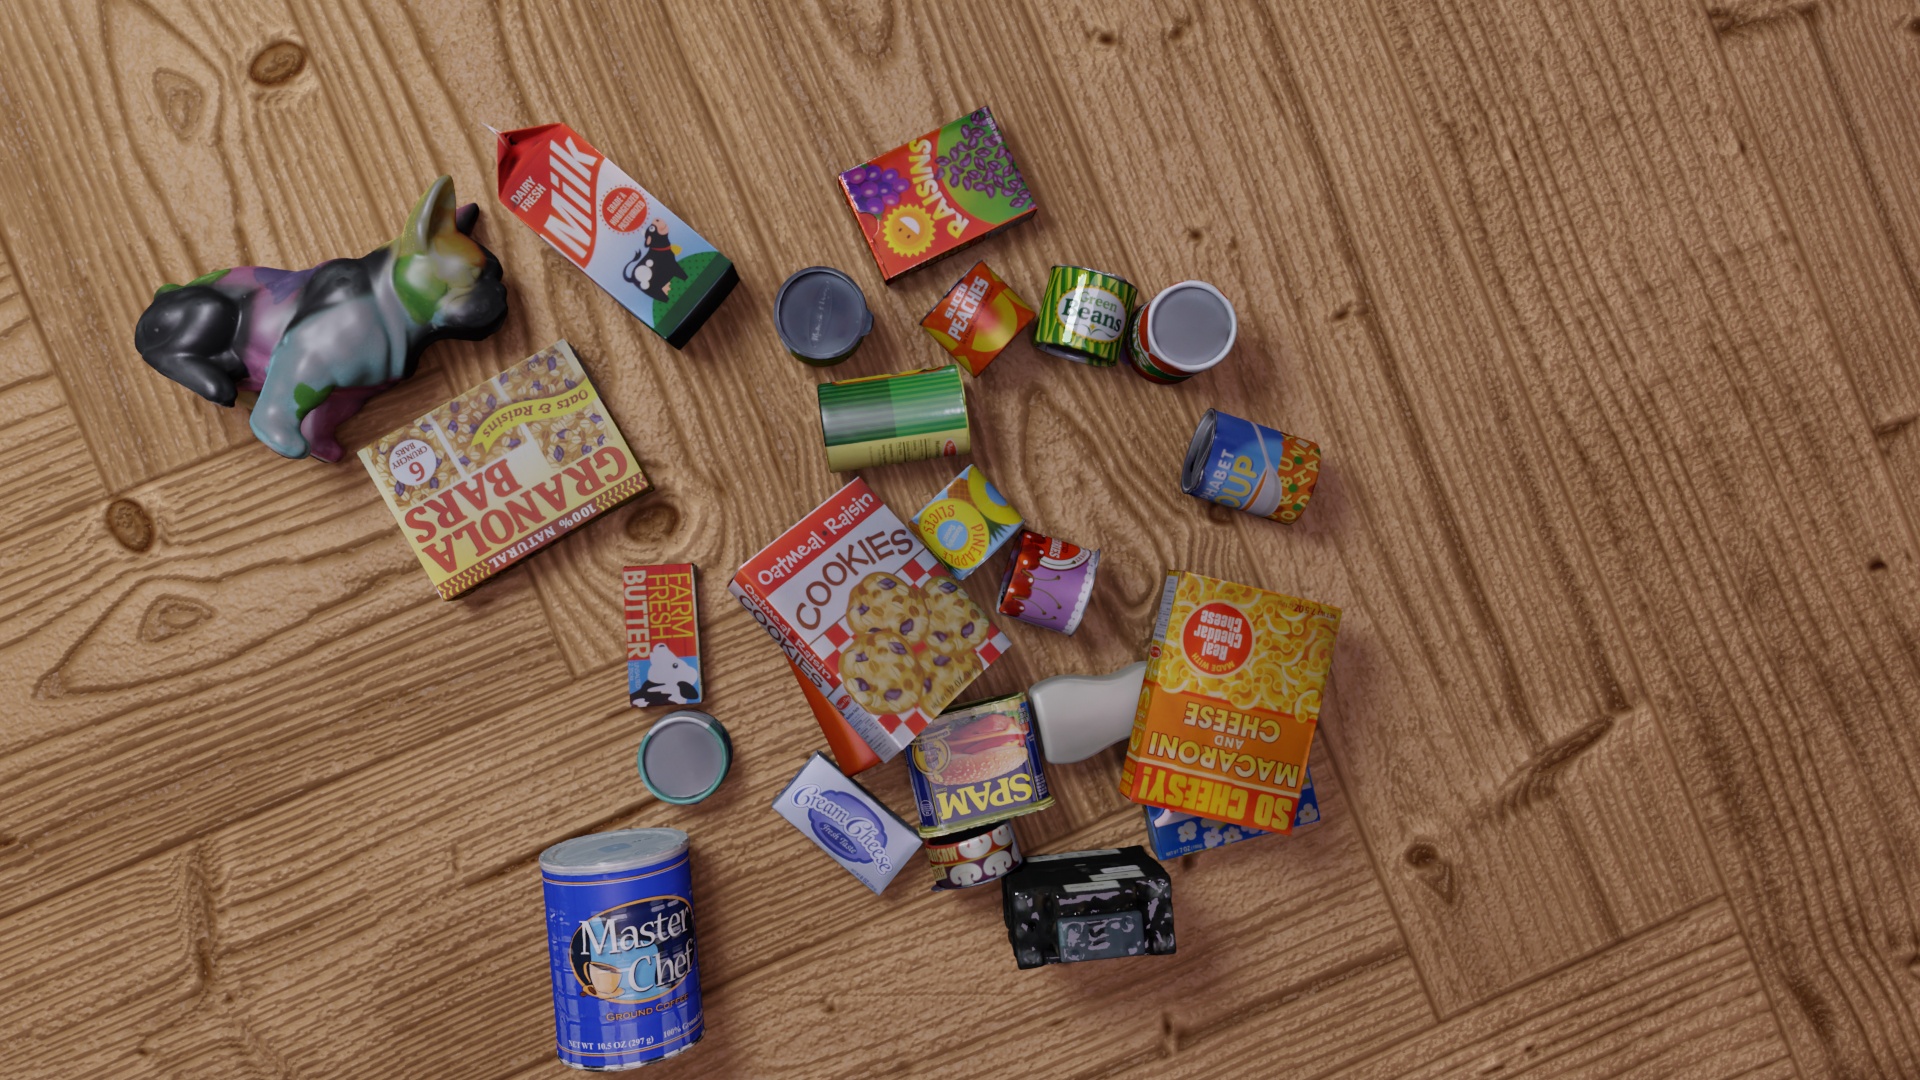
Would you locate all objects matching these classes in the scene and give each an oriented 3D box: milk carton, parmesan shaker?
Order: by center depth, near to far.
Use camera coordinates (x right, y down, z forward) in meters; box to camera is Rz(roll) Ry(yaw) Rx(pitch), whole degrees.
[{"bbox_3d":[-0.255,-0.226,0.987,0.190,0.072,0.073,40,88,-3],"label":"milk carton"},{"bbox_3d":[-0.048,-0.089,1.003,0.103,0.071,0.071,-8,91,-4],"label":"parmesan shaker"}]

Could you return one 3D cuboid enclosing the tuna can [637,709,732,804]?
[{"bbox_3d":[-0.200,0.160,1.011,0.071,0.033,0.071,0,90,-4],"label":"tuna can"}]

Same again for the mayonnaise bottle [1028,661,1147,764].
[{"bbox_3d":[0.128,0.120,1.032,0.148,0.041,0.064,-13,91,-6],"label":"mayonnaise bottle"}]

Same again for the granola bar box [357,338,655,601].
[{"bbox_3d":[-0.324,-0.050,0.999,0.166,0.039,0.124,-30,92,-4],"label":"granola bar box"}]

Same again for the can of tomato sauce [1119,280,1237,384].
[{"bbox_3d":[0.157,-0.151,1.013,0.071,0.083,0.071,0,90,-5],"label":"can of tomato sauce"}]

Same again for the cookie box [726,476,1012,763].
[{"bbox_3d":[-0.064,0.053,0.984,0.167,0.040,0.123,47,56,3],"label":"cookie box"}]

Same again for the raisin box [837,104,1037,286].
[{"bbox_3d":[-0.017,-0.252,1.022,0.123,0.040,0.086,-26,93,-3],"label":"raisin box"}]

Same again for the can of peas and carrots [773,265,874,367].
[{"bbox_3d":[-0.098,-0.160,1.006,0.071,0.059,0.071,0,91,-5],"label":"can of peas and carrots"}]

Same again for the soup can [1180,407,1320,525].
[{"bbox_3d":[0.213,-0.052,1.024,0.084,0.071,0.071,17,89,-4],"label":"soup can"}]

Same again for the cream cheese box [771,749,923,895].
[{"bbox_3d":[-0.083,0.207,1.024,0.104,0.024,0.053,40,86,-3],"label":"cream cheese box"}]

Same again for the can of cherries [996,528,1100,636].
[{"bbox_3d":[0.064,0.028,1.013,0.058,0.071,0.071,18,89,-3],"label":"can of cherries"}]

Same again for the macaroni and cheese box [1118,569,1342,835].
[{"bbox_3d":[0.193,0.115,0.997,0.124,0.040,0.166,14,88,-6],"label":"macaroni and cheese box"}]

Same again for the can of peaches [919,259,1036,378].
[{"bbox_3d":[0.013,-0.160,1.008,0.058,0.071,0.071,44,87,-4],"label":"can of peaches"}]

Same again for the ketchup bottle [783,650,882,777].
[{"bbox_3d":[-0.097,0.097,1.006,0.044,0.064,0.149,-26,84,-16],"label":"ketchup bottle"}]

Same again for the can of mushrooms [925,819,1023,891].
[{"bbox_3d":[0.007,0.227,1.009,0.071,0.071,0.033,-16,91,-4],"label":"can of mushrooms"}]

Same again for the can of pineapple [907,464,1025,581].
[{"bbox_3d":[0.004,-0.013,1.008,0.071,0.071,0.058,-43,92,-3],"label":"can of pineapple"}]

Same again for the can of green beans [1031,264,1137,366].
[{"bbox_3d":[0.090,-0.163,1.016,0.071,0.071,0.058,15,90,-4],"label":"can of green beans"}]

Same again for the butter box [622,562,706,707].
[{"bbox_3d":[-0.217,0.068,1.014,0.053,0.024,0.103,-4,91,-5],"label":"butter box"}]

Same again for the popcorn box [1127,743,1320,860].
[{"bbox_3d":[0.196,0.180,1.038,0.127,0.038,0.085,-13,92,-4],"label":"popcorn box"}]
